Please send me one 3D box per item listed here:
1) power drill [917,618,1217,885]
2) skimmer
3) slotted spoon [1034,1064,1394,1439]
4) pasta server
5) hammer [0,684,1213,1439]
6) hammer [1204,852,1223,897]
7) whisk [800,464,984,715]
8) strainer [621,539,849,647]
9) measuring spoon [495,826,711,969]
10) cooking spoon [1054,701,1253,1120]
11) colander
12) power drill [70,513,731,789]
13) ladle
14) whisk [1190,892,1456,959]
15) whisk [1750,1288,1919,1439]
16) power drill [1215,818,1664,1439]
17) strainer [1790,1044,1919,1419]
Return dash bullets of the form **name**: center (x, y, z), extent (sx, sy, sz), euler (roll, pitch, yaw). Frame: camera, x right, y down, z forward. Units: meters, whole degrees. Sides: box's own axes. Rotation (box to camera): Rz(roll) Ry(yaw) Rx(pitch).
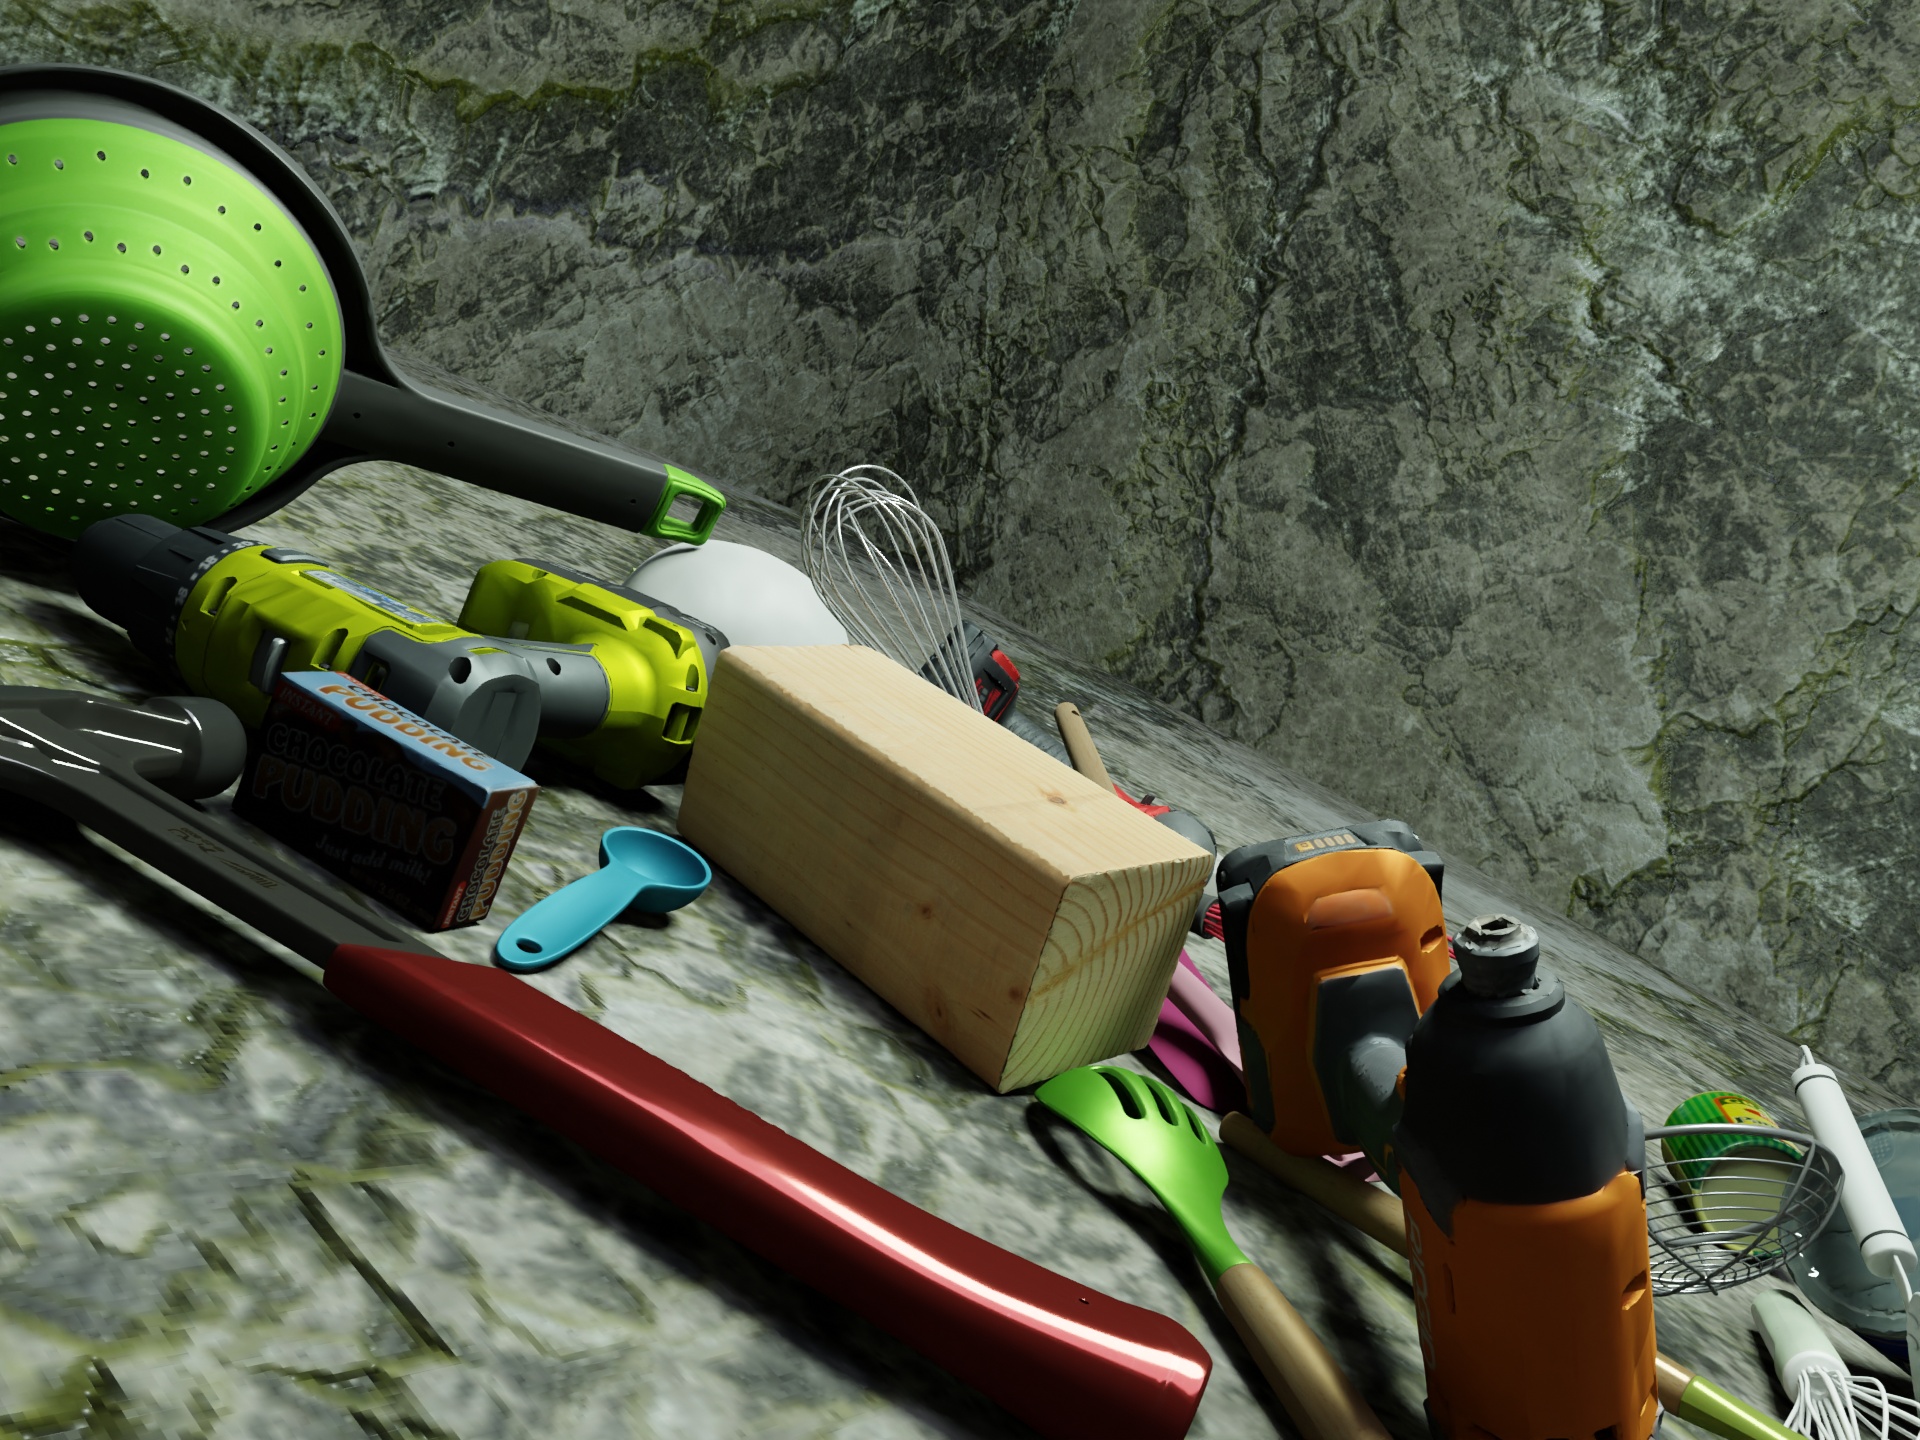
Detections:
- **power drill**: center (0.065, 0.036, 0.996), extent (0.219, 0.078, 0.143), euler (38, -1, 4)
- **skimmer**: center (0.322, 0.199, 0.799), extent (0.127, 0.090, 0.363), euler (-6, 0, 9)
- **slotted spoon**: center (0.092, 0.175, 0.447), extent (0.070, 0.031, 0.314), euler (23, 9, -21)
- **pasta server**: center (0.071, 0.084, 0.694), extent (0.316, 0.040, 0.060), euler (43, 41, 16)
- **hammer**: center (-0.110, 0.081, 0.385), extent (0.359, 0.036, 0.149), euler (27, 8, 12)
- **hammer**: center (0.048, 0.047, 1.161), extent (0.331, 0.031, 0.130), euler (27, 8, 10)
- **whisk**: center (0.000, -0.002, 0.789), extent (0.070, 0.070, 0.284), euler (38, -21, 58)
- **strainer**: center (-0.064, -0.027, 0.836), extent (0.256, 0.069, 0.151), euler (27, 12, -11)
- **measuring spoon**: center (-0.124, 0.066, 0.538), extent (0.042, 0.021, 0.128), euler (27, 17, 7)
- **cooking spoon**: center (0.088, 0.079, 0.800), extent (0.068, 0.017, 0.319), euler (22, 26, -23)
- **colander**: center (-0.267, -0.120, 0.665), extent (0.396, 0.204, 0.095), euler (14, 30, -36)
- **power drill**: center (-0.213, -0.028, 0.641), extent (0.191, 0.080, 0.228), euler (23, 8, 19)
- **ladle**: center (0.209, 0.219, 0.524), extent (0.320, 0.062, 0.078), euler (23, 7, 43)
- **whisk**: center (0.148, 0.109, 0.830), extent (0.296, 0.073, 0.073), euler (19, 1, 42)
- **whisk**: center (0.331, 0.258, 0.613), extent (0.058, 0.059, 0.246), euler (66, 16, 14)
- **power drill**: center (0.145, 0.108, 0.507), extent (0.084, 0.164, 0.227), euler (-11, 16, -1)
- **strainer**: center (0.377, 0.220, 0.638), extent (0.050, 0.086, 0.259), euler (-9, 29, 15)
